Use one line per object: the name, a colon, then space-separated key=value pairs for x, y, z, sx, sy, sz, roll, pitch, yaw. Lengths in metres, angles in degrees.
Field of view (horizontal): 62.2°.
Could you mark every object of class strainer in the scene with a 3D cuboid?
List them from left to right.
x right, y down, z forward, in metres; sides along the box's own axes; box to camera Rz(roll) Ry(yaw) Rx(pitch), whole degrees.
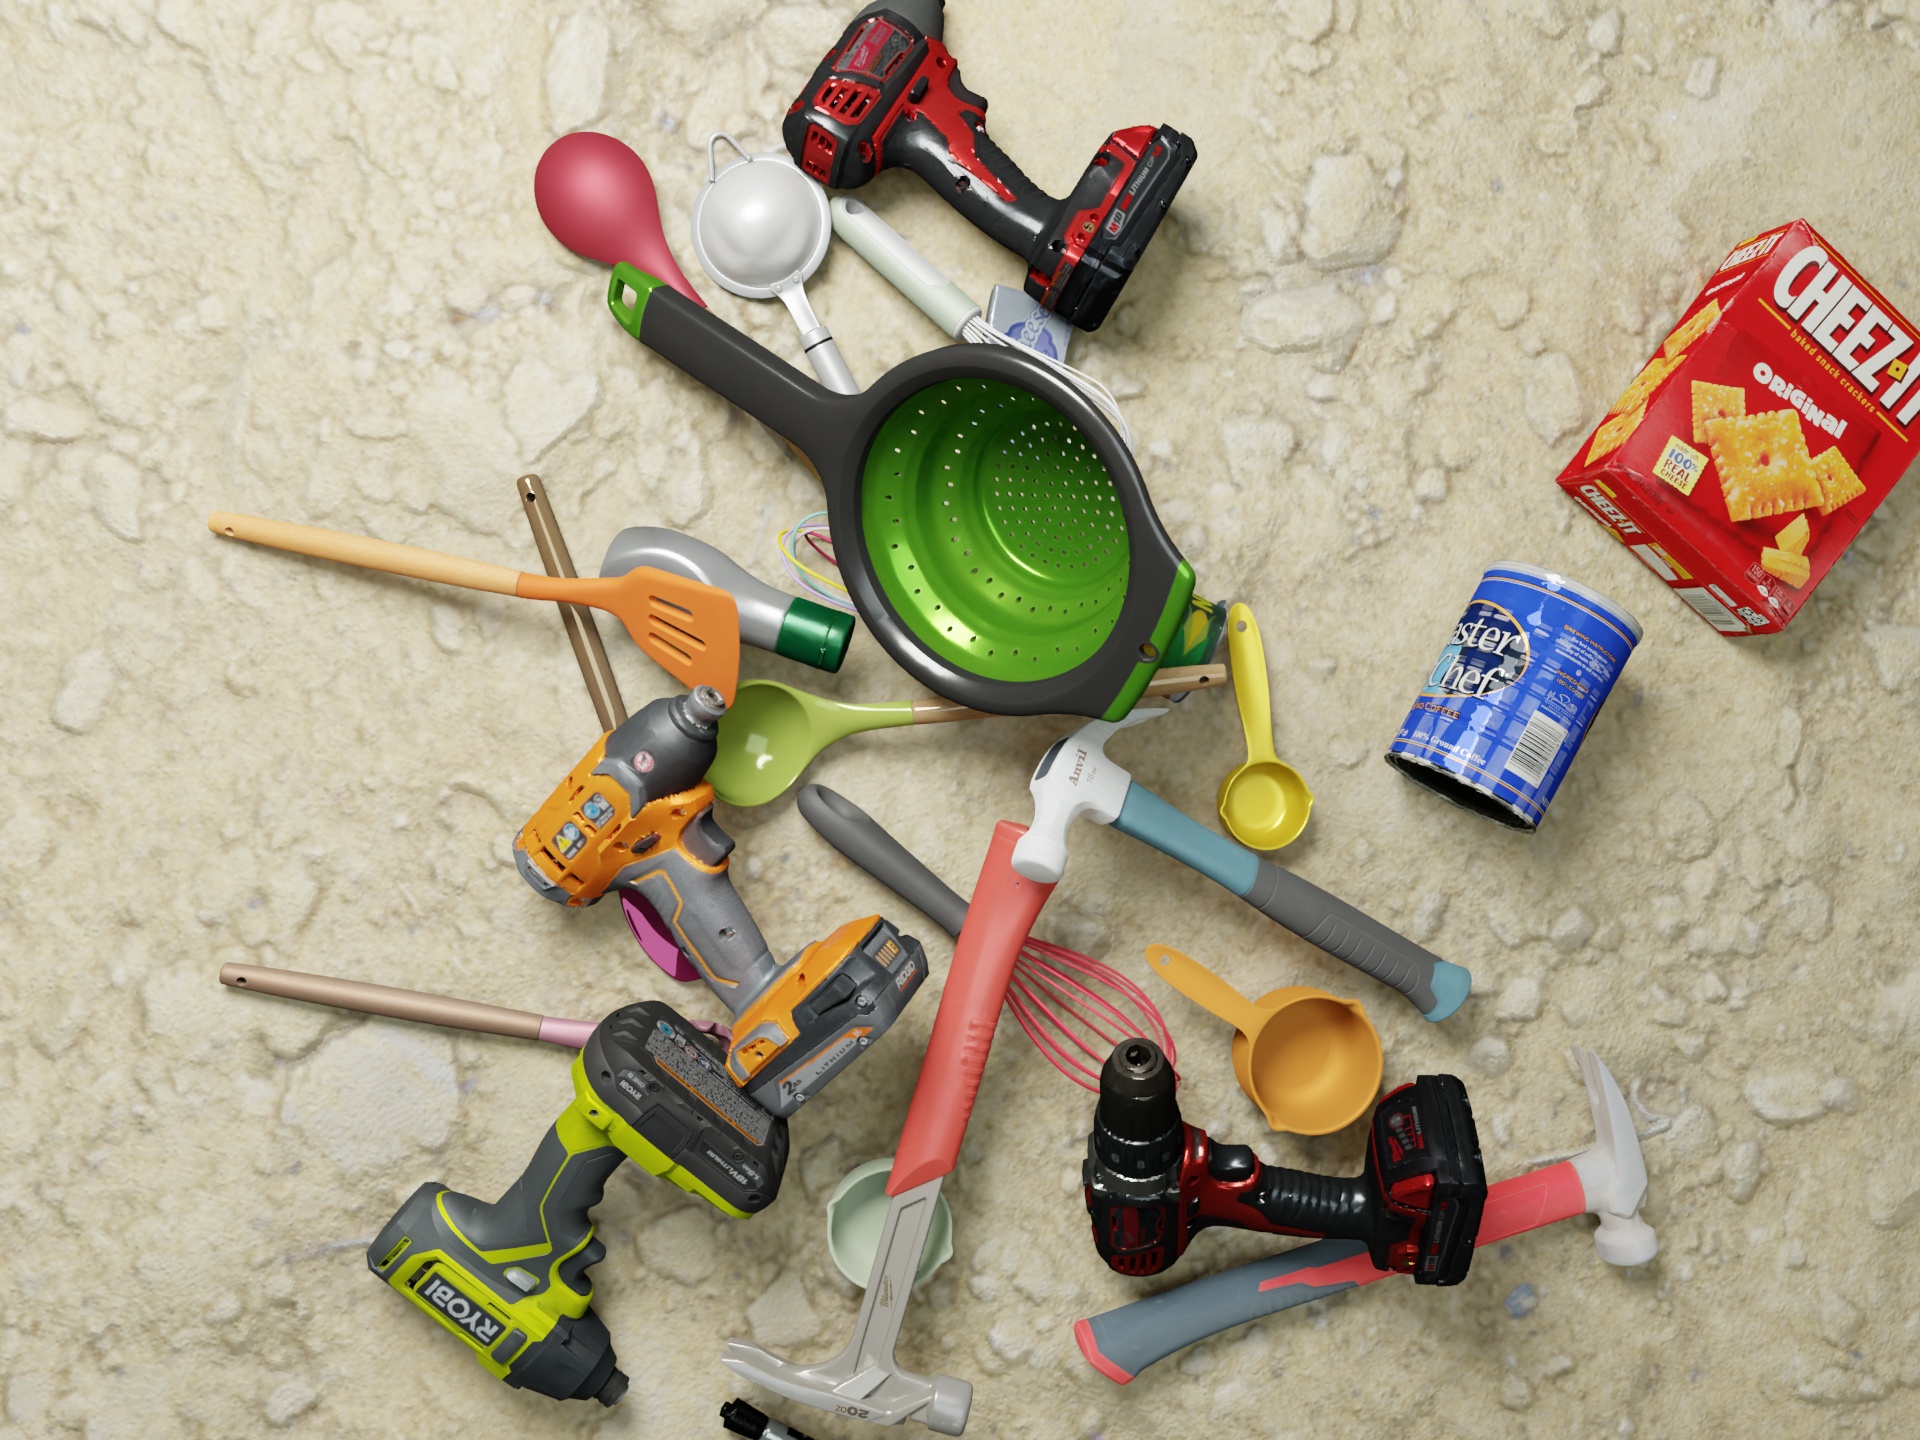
strainer: x=-0.090 y=-0.237 z=0.955 sx=0.087 sy=0.050 sz=0.258 roll=-27 pitch=99 yaw=9

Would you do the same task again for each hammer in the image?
hammer: x=-0.023 y=0.231 z=0.931 sx=0.149 sy=0.037 sz=0.359 roll=16 pitch=92 yaw=2
hammer: x=0.183 y=0.101 z=0.960 sx=0.330 sy=0.033 sz=0.128 roll=30 pitch=62 yaw=-20
hammer: x=0.256 y=0.328 z=1.022 sx=0.386 sy=0.038 sz=0.143 roll=-15 pitch=92 yaw=-8

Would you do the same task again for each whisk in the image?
whisk: x=0.000 y=-0.061 z=0.974 sx=0.245 sy=0.047 sz=0.051 roll=26 pitch=91 yaw=-13
whisk: x=0.010 y=-0.231 z=0.943 sx=0.246 sy=0.059 sz=0.058 roll=44 pitch=55 yaw=10
whisk: x=0.017 y=0.136 z=0.974 sx=0.296 sy=0.073 sz=0.073 roll=39 pitch=86 yaw=-2

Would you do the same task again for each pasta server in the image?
pasta server: x=-0.277 y=0.180 z=0.940 sx=0.316 sy=0.040 sz=0.060 roll=12 pitch=102 yaw=-7

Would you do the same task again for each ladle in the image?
ladle: x=-0.141 y=-0.222 z=0.955 sx=0.069 sy=0.031 sz=0.315 roll=-40 pitch=99 yaw=4
ladle: x=-0.001 y=-0.003 z=0.937 sx=0.320 sy=0.062 sz=0.078 roll=-7 pitch=113 yaw=3

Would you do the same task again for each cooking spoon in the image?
cooking spoon: x=-0.205 y=0.005 z=0.954 sx=0.069 sy=0.017 sz=0.319 roll=-18 pitch=94 yaw=8

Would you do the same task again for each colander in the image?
colander: x=-0.030 y=-0.158 z=0.904 sx=0.397 sy=0.094 sz=0.204 roll=35 pitch=127 yaw=15

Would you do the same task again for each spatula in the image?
spatula: x=-0.277 y=-0.078 z=0.906 sx=0.322 sy=0.041 sz=0.081 roll=12 pitch=128 yaw=3

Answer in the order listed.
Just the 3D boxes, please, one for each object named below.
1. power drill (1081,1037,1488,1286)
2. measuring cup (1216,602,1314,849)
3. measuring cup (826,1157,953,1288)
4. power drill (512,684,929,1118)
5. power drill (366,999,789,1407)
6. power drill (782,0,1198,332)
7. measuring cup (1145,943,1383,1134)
power drill: x=0.184 y=0.256 z=0.935 sx=0.226 sy=0.080 sz=0.187 roll=-1 pitch=129 yaw=5
measuring cup: x=0.184 y=0.004 z=1.008 sx=0.062 sy=0.029 sz=0.156 roll=-8 pitch=90 yaw=-8
measuring cup: x=-0.027 y=0.266 z=0.980 sx=0.083 sy=0.038 sz=0.167 roll=24 pitch=86 yaw=-8
power drill: x=-0.128 y=0.095 z=0.894 sx=0.226 sy=0.084 sz=0.164 roll=45 pitch=117 yaw=0
power drill: x=-0.208 y=0.286 z=0.917 sx=0.171 sy=0.080 sz=0.223 roll=42 pitch=103 yaw=-8
power drill: x=0.019 y=-0.343 z=0.944 sx=0.219 sy=0.078 sz=0.143 roll=30 pitch=70 yaw=-3
measuring cup: x=0.182 y=0.188 z=1.001 sx=0.173 sy=0.052 sz=0.095 roll=35 pitch=87 yaw=-6
